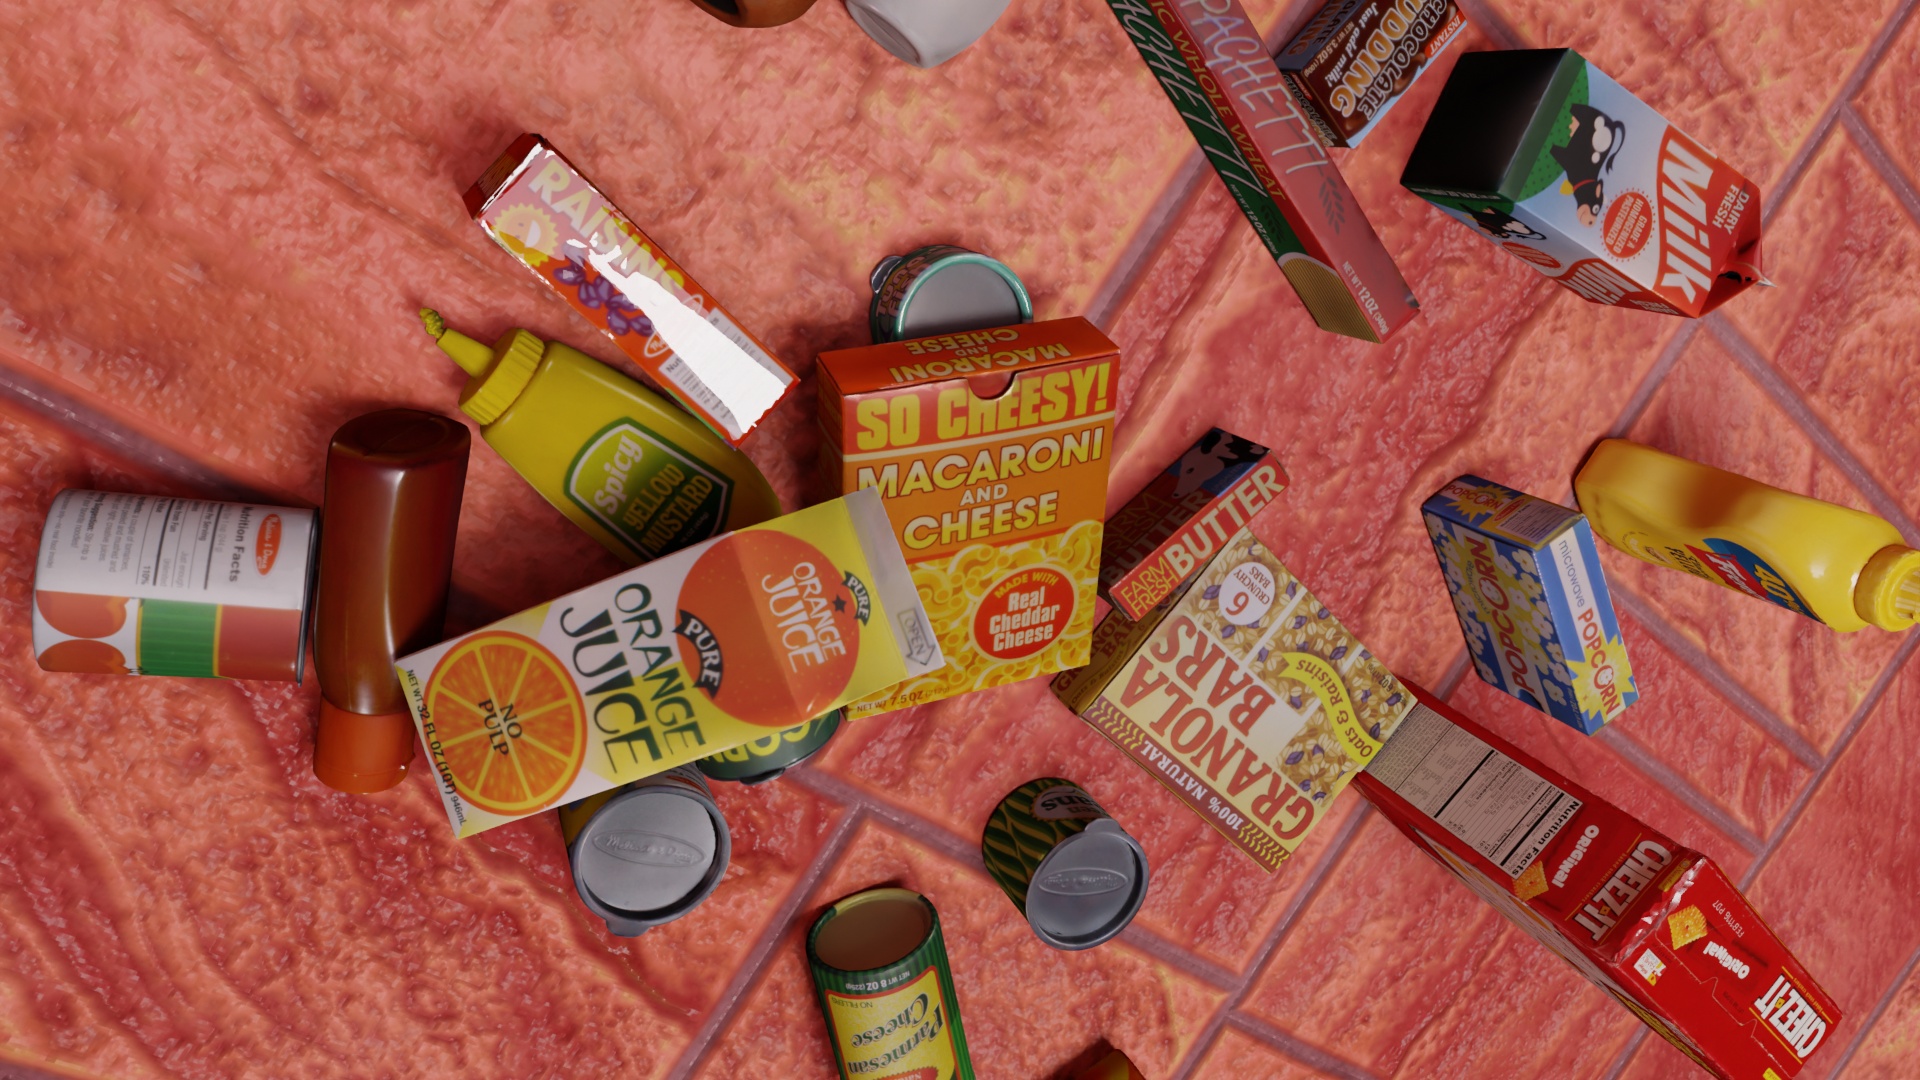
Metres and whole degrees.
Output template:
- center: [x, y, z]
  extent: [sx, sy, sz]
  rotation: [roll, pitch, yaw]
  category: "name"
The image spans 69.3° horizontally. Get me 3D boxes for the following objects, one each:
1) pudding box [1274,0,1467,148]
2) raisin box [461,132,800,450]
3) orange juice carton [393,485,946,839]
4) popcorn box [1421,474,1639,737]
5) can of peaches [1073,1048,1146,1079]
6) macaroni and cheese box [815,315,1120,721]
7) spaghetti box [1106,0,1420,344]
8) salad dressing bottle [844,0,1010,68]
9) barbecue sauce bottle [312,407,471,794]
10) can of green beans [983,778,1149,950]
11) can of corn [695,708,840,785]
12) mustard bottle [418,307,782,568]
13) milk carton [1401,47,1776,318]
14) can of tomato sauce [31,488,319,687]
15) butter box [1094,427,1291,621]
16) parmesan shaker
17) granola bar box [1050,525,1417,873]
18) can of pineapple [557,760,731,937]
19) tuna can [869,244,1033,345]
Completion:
- center: [0.188, -0.228, 0.645]
  extent: [0.084, 0.030, 0.049]
  rotation: [-47, 118, -3]
  category: "pudding box"
- center: [-0.125, -0.096, 0.524]
  extent: [0.040, 0.086, 0.123]
  rotation: [-48, 117, 0]
  category: "raisin box"
- center: [-0.104, 0.044, 0.519]
  extent: [0.192, 0.073, 0.072]
  rotation: [-20, 90, 16]
  category: "orange juice carton"
- center: [0.304, 0.033, 0.744]
  extent: [0.038, 0.085, 0.126]
  rotation: [-33, 116, -11]
  category: "popcorn box"
- center: [0.081, 0.318, 0.751]
  extent: [0.058, 0.071, 0.071]
  rotation: [-32, 116, -11]
  category: "can of peaches"
- center: [0.002, -0.008, 0.608]
  extent: [0.124, 0.040, 0.165]
  rotation: [-11, 126, -20]
  category: "macaroni and cheese box"
- center: [0.127, -0.189, 0.620]
  extent: [0.029, 0.050, 0.249]
  rotation: [-44, 117, -5]
  category: "spaghetti box"
- center: [0.013, -0.261, 0.555]
  extent: [0.064, 0.044, 0.147]
  rotation: [36, 89, -27]
  category: "salad dressing bottle"
- center: [-0.224, 0.027, 0.537]
  extent: [0.044, 0.065, 0.148]
  rotation: [15, 110, -1]
  category: "barbecue sauce bottle"
- center: [0.052, 0.160, 0.694]
  extent: [0.071, 0.058, 0.071]
  rotation: [-7, 109, -20]
  category: "can of green beans"
- center: [-0.091, 0.062, 0.596]
  extent: [0.071, 0.071, 0.058]
  rotation: [-22, 113, -15]
  category: "can of corn"
- center: [-0.147, -0.039, 0.553]
  extent: [0.160, 0.049, 0.065]
  rotation: [37, 94, -28]
  category: "mustard bottle"
- center: [0.324, -0.168, 0.697]
  extent: [0.190, 0.072, 0.073]
  rotation: [21, 97, -27]
  category: "milk carton"
- center: [-0.282, 0.018, 0.506]
  extent: [0.083, 0.071, 0.071]
  rotation: [6, 104, -23]
  category: "can of tomato sauce"
- center: [0.103, -0.009, 0.665]
  extent: [0.103, 0.053, 0.024]
  rotation: [-41, 115, -6]
  category: "butter box"
- center: [-0.036, 0.231, 0.676]
  extent: [0.071, 0.071, 0.102]
  rotation: [-18, 112, -17]
  category: "parmesan shaker"
- center: [0.145, 0.080, 0.718]
  extent: [0.165, 0.039, 0.124]
  rotation: [41, 89, -27]
  category: "granola bar box"
- center: [-0.140, 0.125, 0.603]
  extent: [0.071, 0.058, 0.070]
  rotation: [-7, 109, -20]
  category: "can of pineapple"
- center: [-0.005, -0.096, 0.604]
  extent: [0.071, 0.033, 0.070]
  rotation: [-7, 109, -21]
  category: "tuna can"
